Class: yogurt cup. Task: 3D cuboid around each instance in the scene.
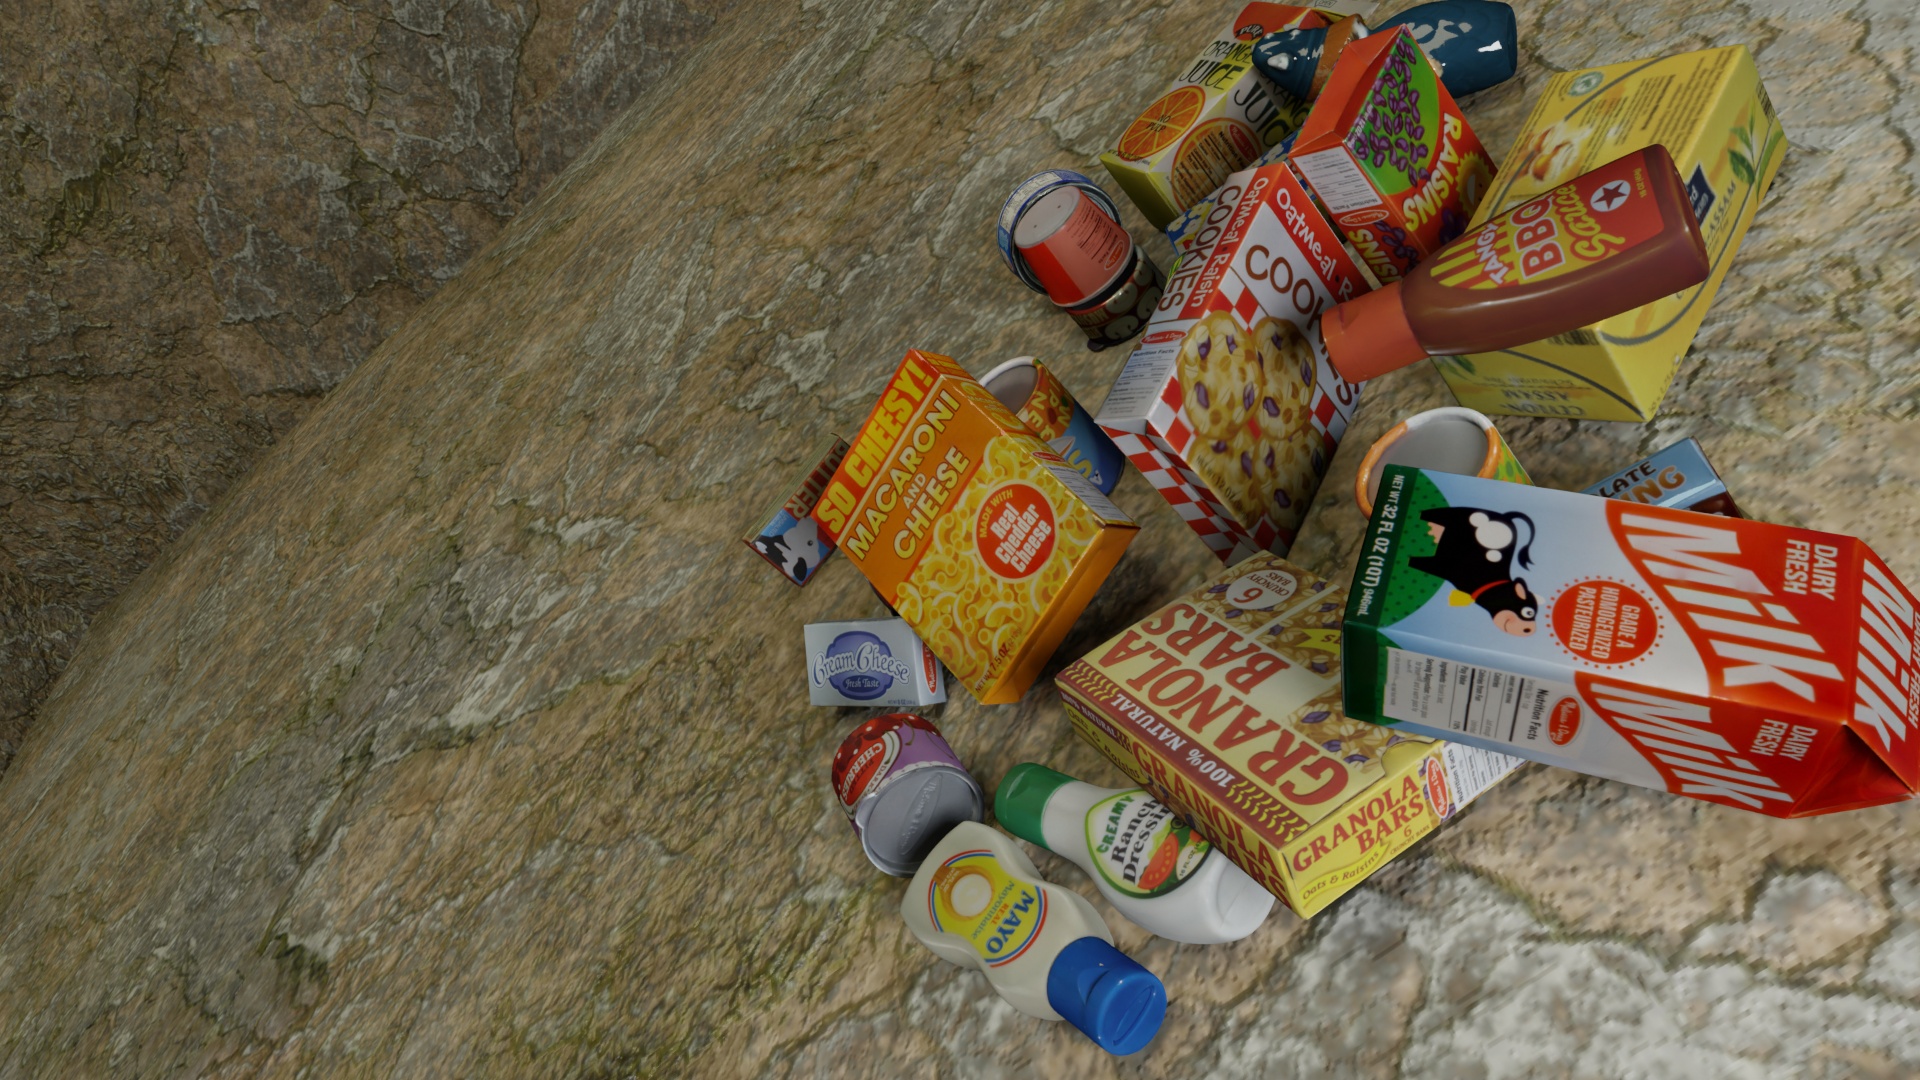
[{"bbox_3d":[0.073,-0.197,0.922,0.072,0.054,0.073,-30,35,25],"label":"yogurt cup"}]

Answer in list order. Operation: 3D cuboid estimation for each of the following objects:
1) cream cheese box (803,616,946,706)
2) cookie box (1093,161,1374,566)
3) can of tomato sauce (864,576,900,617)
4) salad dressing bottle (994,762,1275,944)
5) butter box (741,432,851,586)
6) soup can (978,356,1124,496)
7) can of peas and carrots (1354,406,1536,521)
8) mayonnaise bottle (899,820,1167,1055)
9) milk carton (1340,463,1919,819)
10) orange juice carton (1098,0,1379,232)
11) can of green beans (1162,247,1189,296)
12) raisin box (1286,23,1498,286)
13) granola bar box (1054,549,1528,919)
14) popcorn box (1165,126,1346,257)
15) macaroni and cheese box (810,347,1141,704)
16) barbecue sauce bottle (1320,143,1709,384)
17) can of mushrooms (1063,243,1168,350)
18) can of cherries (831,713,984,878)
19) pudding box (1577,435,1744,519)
[{"bbox_3d":[-0.053,0.073,0.836,0.103,0.024,0.053,-8,88,46],"label":"cream cheese box"},{"bbox_3d":[0.149,-0.088,0.707,0.040,0.122,0.168,2,56,50],"label":"cookie box"},{"bbox_3d":[-0.011,0.003,0.850,0.083,0.071,0.071,-31,34,22],"label":"can of tomato sauce"},{"bbox_3d":[0.073,0.134,0.623,0.147,0.044,0.064,9,58,54],"label":"salad dressing bottle"},{"bbox_3d":[-0.104,-0.023,1.003,0.103,0.053,0.024,-51,29,-9],"label":"butter box"},{"bbox_3d":[0.047,-0.058,0.832,0.071,0.083,0.072,-30,35,25],"label":"soup can"},{"bbox_3d":[0.214,-0.014,0.607,0.071,0.058,0.071,-31,34,24],"label":"can of peas and carrots"},{"bbox_3d":[0.032,0.179,0.623,0.065,0.041,0.148,-52,31,-12],"label":"mayonnaise bottle"},{"bbox_3d":[0.234,0.037,0.476,0.190,0.073,0.073,12,59,23],"label":"milk carton"},{"bbox_3d":[0.195,-0.296,0.935,0.192,0.073,0.072,-46,31,1],"label":"orange juice carton"},{"bbox_3d":[0.148,-0.130,0.810,0.071,0.071,0.058,-13,45,43],"label":"can of green beans"},{"bbox_3d":[0.232,-0.190,0.723,0.040,0.123,0.086,-1,53,52],"label":"raisin box"},{"bbox_3d":[0.134,0.071,0.585,0.124,0.039,0.166,-29,28,-16],"label":"granola bar box"},{"bbox_3d":[0.195,-0.201,0.862,0.126,0.038,0.085,-35,32,19],"label":"popcorn box"},{"bbox_3d":[0.003,-0.010,0.772,0.167,0.040,0.123,45,113,31],"label":"macaroni and cheese box"},{"bbox_3d":[0.227,-0.108,0.583,0.148,0.043,0.065,-21,44,34],"label":"barbecue sauce bottle"},{"bbox_3d":[0.103,-0.164,0.935,0.071,0.033,0.071,-30,36,24],"label":"can of mushrooms"},{"bbox_3d":[-0.030,0.130,0.724,0.071,0.071,0.058,-46,31,1],"label":"can of cherries"},{"bbox_3d":[0.260,0.001,0.544,0.083,0.049,0.030,-31,36,24],"label":"pudding box"}]
